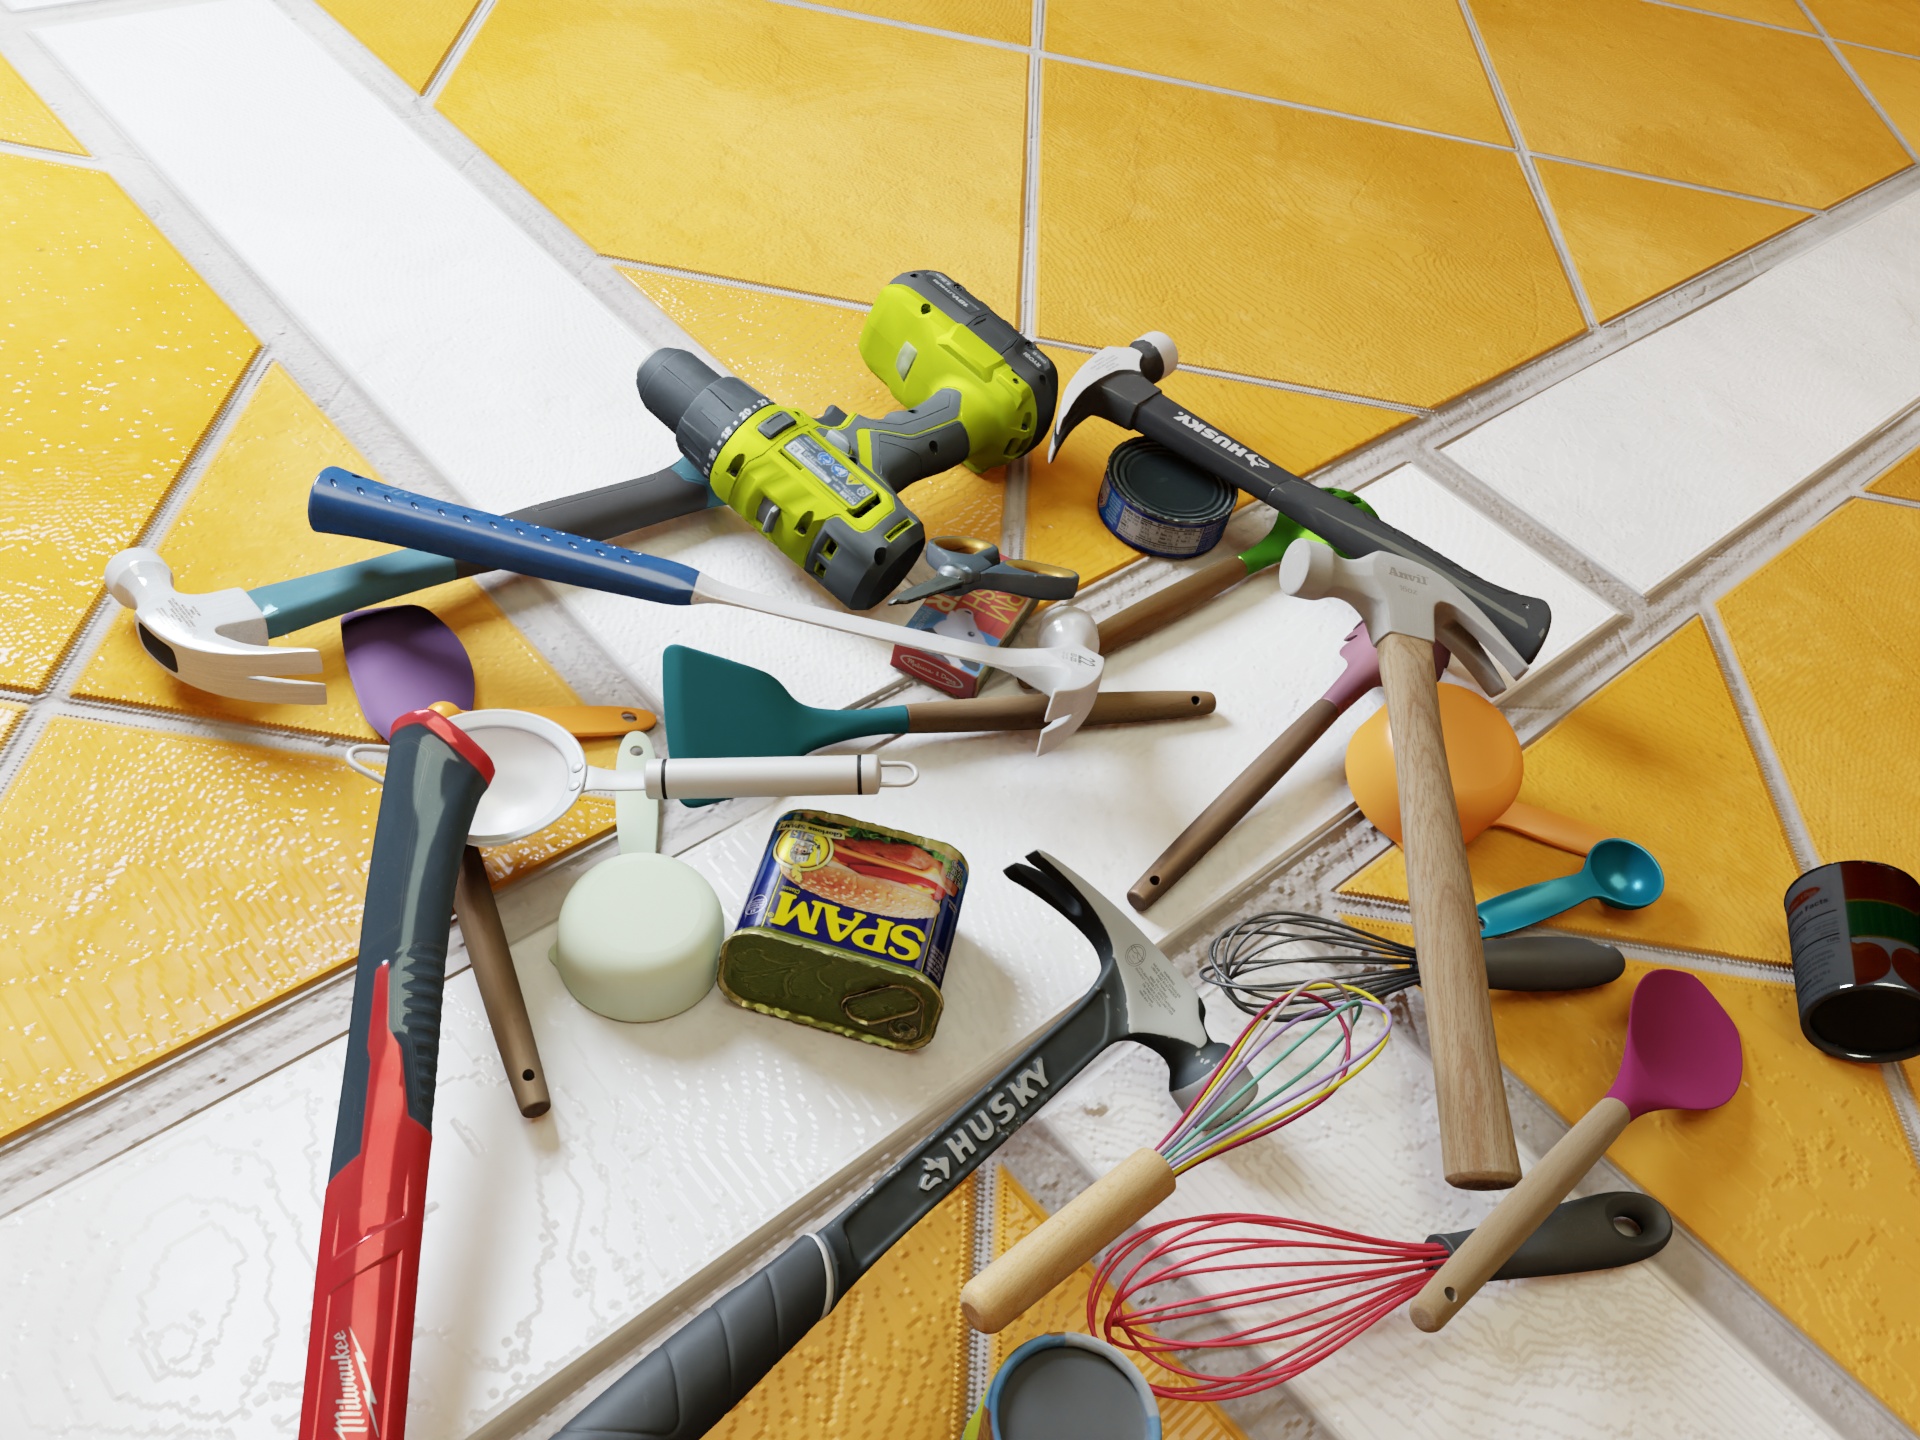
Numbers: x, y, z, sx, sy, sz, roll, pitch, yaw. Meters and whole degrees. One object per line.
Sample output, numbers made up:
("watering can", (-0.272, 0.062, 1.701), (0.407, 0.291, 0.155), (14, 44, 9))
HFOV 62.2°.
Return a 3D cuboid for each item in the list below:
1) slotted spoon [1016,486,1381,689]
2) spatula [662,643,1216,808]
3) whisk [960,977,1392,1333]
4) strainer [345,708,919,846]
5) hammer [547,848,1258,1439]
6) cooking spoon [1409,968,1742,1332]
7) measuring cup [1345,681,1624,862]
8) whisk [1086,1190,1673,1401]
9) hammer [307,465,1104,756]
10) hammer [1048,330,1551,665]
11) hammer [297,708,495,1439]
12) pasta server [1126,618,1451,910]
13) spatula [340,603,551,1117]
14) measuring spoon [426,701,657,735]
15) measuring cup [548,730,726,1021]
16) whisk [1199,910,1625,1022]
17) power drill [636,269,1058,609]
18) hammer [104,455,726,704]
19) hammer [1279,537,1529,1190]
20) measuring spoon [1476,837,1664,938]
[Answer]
("slotted spoon", (0.154, -0.083, 0.971), (0.314, 0.031, 0.070), (-27, 59, -31))
("spatula", (-0.001, -0.003, 0.844), (0.317, 0.044, 0.082), (-4, 78, -20))
("whisk", (0.093, 0.172, 0.655), (0.245, 0.051, 0.047), (-27, 68, -33))
("strainer", (-0.148, 0.030, 0.736), (0.258, 0.050, 0.087), (-1, 44, -1))
("hammer", (-0.043, 0.194, 0.603), (0.409, 0.036, 0.149), (-32, 85, -39))
("cooking spoon", (0.284, 0.187, 0.716), (0.319, 0.017, 0.069), (-21, 70, -44))
("measuring cup", (0.301, 0.036, 0.868), (0.173, 0.052, 0.095), (19, 58, -2))
("whisk", (0.186, 0.230, 0.667), (0.295, 0.073, 0.073), (-1, 48, -23))
("hammer", (-0.124, -0.064, 0.805), (0.405, 0.035, 0.144), (13, 22, -3))
("hammer", (0.206, -0.132, 0.970), (0.335, 0.035, 0.146), (35, 47, 20))
("hammer", (-0.233, 0.165, 0.595), (0.143, 0.038, 0.387), (1, 57, -11))
("pasta server", (0.189, 0.013, 0.891), (0.060, 0.040, 0.316), (37, 54, 20))
("spatula", (-0.239, 0.050, 0.754), (0.059, 0.018, 0.316), (-10, 50, -25))
("measuring spoon", (-0.211, -0.003, 0.804), (0.117, 0.011, 0.021), (0, 44, -25))
("measuring cup", (-0.151, 0.060, 0.750), (0.083, 0.038, 0.168), (0, 50, -14))
("whisk", (0.229, 0.122, 0.788), (0.239, 0.055, 0.055), (2, 47, -18))
("power drill", (-0.063, -0.185, 0.955), (0.190, 0.080, 0.228), (41, 49, 7))
("hammer", (-0.267, -0.092, 0.860), (0.331, 0.033, 0.128), (-24, 50, -34))
("hammer", (0.234, 0.060, 0.779), (0.130, 0.031, 0.332), (11, 59, -18))
("measuring spoon", (0.317, 0.098, 0.853), (0.128, 0.021, 0.042), (-16, 58, -15))
